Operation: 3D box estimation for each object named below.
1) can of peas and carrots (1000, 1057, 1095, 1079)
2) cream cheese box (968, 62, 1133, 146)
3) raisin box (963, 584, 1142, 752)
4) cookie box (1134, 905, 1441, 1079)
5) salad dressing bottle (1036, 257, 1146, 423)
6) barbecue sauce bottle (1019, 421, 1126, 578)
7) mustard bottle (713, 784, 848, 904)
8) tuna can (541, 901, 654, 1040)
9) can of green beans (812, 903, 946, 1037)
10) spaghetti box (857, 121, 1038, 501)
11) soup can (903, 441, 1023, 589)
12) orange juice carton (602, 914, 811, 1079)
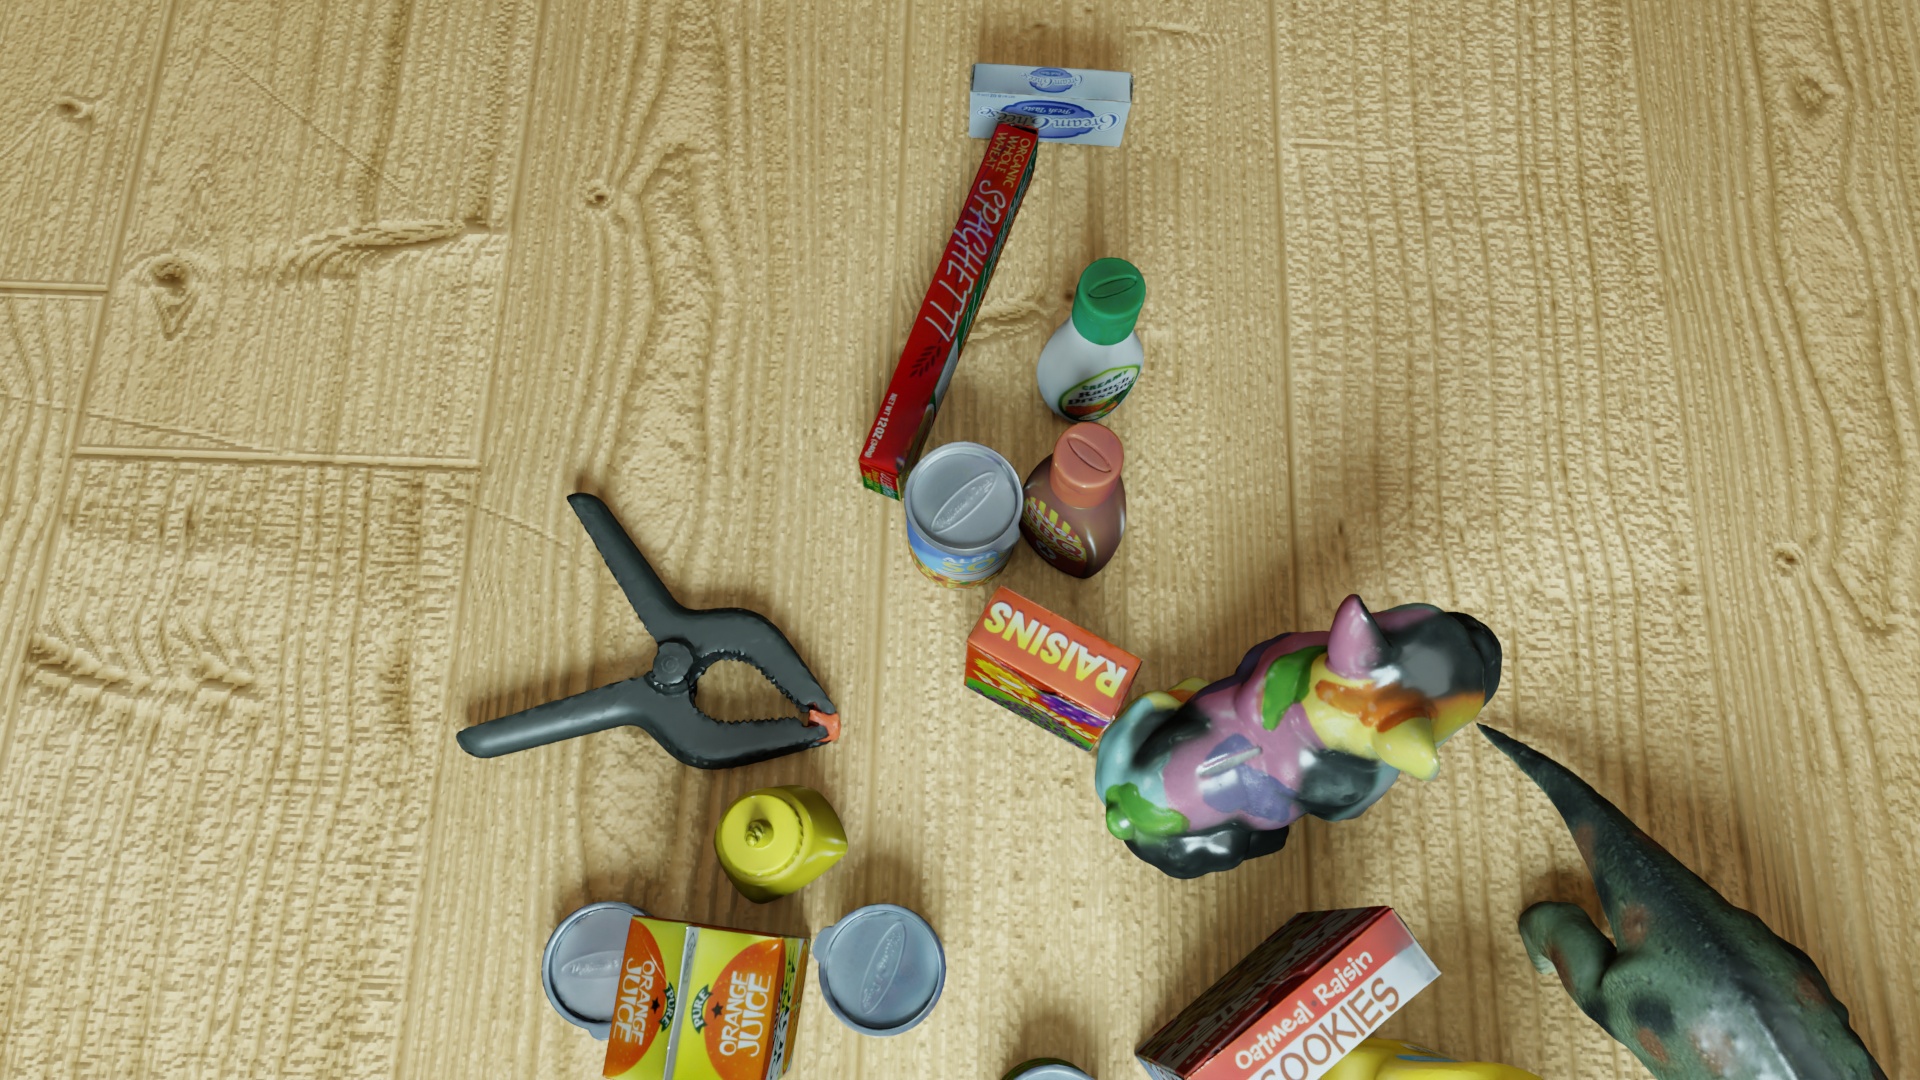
[{"bbox_3d":[0.049,0.305,0.723,0.071,0.058,0.071,0,73,-1],"label":"can of peas and carrots"},{"bbox_3d":[0.058,-0.283,0.904,0.104,0.053,0.024,3,74,0],"label":"cream cheese box"},{"bbox_3d":[0.047,0.073,0.760,0.086,0.123,0.040,29,75,7],"label":"raisin box"},{"bbox_3d":[0.154,0.235,0.690,0.123,0.167,0.040,-36,77,-11],"label":"cookie box"},{"bbox_3d":[0.079,-0.114,0.804,0.064,0.147,0.044,-19,75,-6],"label":"salad dressing bottle"},{"bbox_3d":[0.065,-0.024,0.776,0.065,0.148,0.044,42,77,10],"label":"barbecue sauce bottle"},{"bbox_3d":[-0.095,0.153,0.714,0.065,0.159,0.049,-31,77,-9],"label":"mustard bottle"},{"bbox_3d":[-0.190,0.233,0.754,0.071,0.032,0.071,0,73,-1],"label":"tuna can"},{"bbox_3d":[-0.041,0.229,0.745,0.071,0.057,0.071,0,73,-1],"label":"can of green beans"},{"bbox_3d":[-0.005,-0.145,0.863,0.029,0.050,0.251,20,74,5],"label":"spaghetti box"},{"bbox_3d":[0.003,-0.010,0.805,0.071,0.083,0.071,0,73,-1],"label":"soup can"},{"bbox_3d":[-0.121,0.224,0.675,0.073,0.192,0.072,8,74,1],"label":"orange juice carton"}]
